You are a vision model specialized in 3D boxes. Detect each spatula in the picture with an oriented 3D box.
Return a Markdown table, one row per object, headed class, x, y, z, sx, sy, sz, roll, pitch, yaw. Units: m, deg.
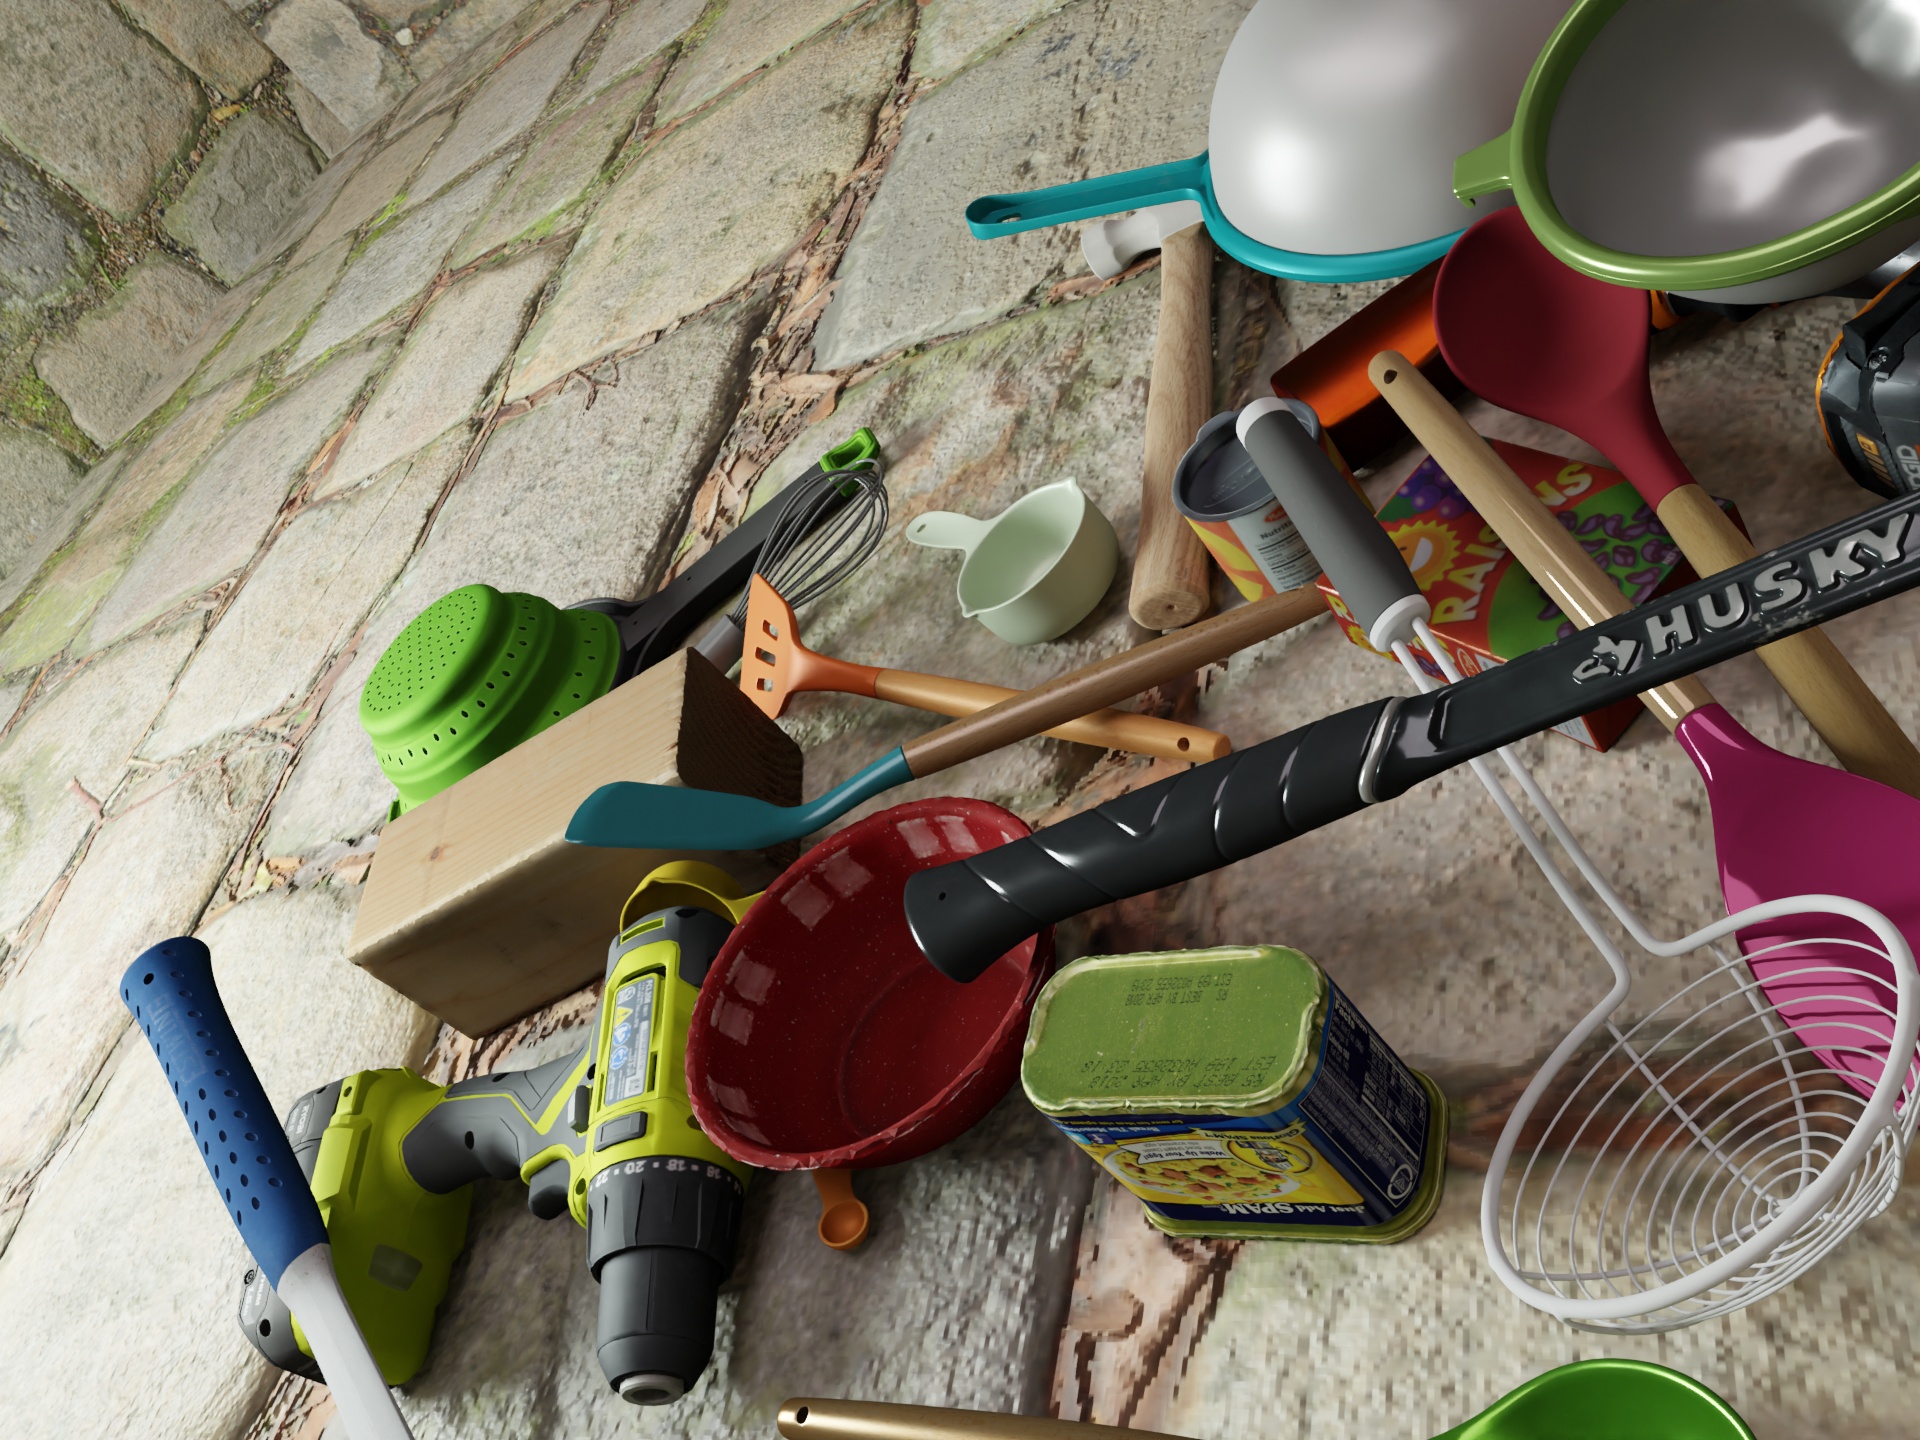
| class | x | y | z | sx | sy | sz | roll | pitch | yaw |
| --- | --- | --- | --- | --- | --- | --- | --- | --- | --- |
| spatula | -0.001 | -0.002 | 0.641 | 0.317 | 0.044 | 0.082 | -22 | 13 | 3 |
| spatula | -0.011 | -0.014 | 0.729 | 0.323 | 0.041 | 0.081 | 12 | 98 | 41 |

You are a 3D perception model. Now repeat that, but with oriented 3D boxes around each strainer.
| class | x | y | z | sx | sy | sz | roll | pitch | yaw |
| --- | --- | --- | --- | --- | --- | --- | --- | --- | --- |
| strainer | 0.270 | -0.147 | 0.439 | 0.151 | 0.069 | 0.257 | -46 | 45 | 14 |
| strainer | 0.146 | -0.305 | 0.773 | 0.340 | 0.095 | 0.211 | -4 | 51 | 25 |

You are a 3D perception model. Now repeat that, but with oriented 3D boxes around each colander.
| class | x | y | z | sx | sy | sz | roll | pitch | yaw |
| --- | --- | --- | --- | --- | --- | --- | --- | --- | --- |
| colander | -0.223 | -0.064 | 0.937 | 0.397 | 0.094 | 0.205 | -38 | 36 | 7 |

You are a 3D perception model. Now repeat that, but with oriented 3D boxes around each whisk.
| class | x | y | z | sx | sy | sz | roll | pitch | yaw |
| --- | --- | --- | --- | --- | --- | --- | --- | --- | --- |
| whisk | -0.123 | -0.051 | 0.873 | 0.239 | 0.055 | 0.055 | -47 | 35 | 2 |

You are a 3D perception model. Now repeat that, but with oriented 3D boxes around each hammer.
| class | x | y | z | sx | sy | sz | roll | pitch | yaw |
| --- | --- | --- | --- | --- | --- | --- | --- | --- | --- |
| hammer | 0.132 | -0.004 | 0.431 | 0.409 | 0.036 | 0.149 | -26 | 49 | 38 |
| hammer | -0.250 | 0.221 | 0.604 | 0.144 | 0.035 | 0.406 | -49 | 51 | -1 |
| hammer | 0.111 | -0.172 | 0.781 | 0.130 | 0.031 | 0.332 | -20 | 42 | 30 |

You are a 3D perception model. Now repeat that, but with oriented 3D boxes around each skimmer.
| class | x | y | z | sx | sy | sz | roll | pitch | yaw |
| --- | --- | --- | --- | --- | --- | --- | --- | --- | --- |
| skimmer | 0.144 | 0.002 | 0.478 | 0.127 | 0.090 | 0.364 | -47 | 43 | 27 |

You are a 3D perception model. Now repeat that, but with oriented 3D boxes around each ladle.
| class | x | y | z | sx | sy | sz | roll | pitch | yaw |
| --- | --- | --- | --- | --- | --- | --- | --- | --- | --- |
| ladle | 0.233 | -0.050 | 0.483 | 0.069 | 0.031 | 0.316 | -34 | 51 | 20 |

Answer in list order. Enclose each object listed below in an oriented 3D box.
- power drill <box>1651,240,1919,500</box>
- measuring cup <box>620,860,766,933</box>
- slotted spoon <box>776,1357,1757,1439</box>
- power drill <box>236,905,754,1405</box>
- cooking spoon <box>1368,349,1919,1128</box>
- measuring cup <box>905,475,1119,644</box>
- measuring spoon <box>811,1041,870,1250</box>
| class | x | y | z | sx | sy | sz | roll | pitch | yaw |
| --- | --- | --- | --- | --- | --- | --- | --- | --- | --- |
| power drill | 0.291 | -0.149 | 0.545 | 0.164 | 0.084 | 0.227 | -39 | 32 | 10 |
| measuring cup | -0.076 | 0.074 | 0.704 | 0.156 | 0.062 | 0.029 | -19 | 20 | 13 |
| slotted spoon | 0.062 | 0.207 | 0.444 | 0.314 | 0.031 | 0.070 | -13 | 45 | 38 |
| power drill | -0.181 | 0.196 | 0.649 | 0.228 | 0.080 | 0.191 | -24 | 44 | 22 |
| cooking spoon | 0.207 | -0.018 | 0.480 | 0.068 | 0.017 | 0.319 | -51 | 45 | 29 |
| measuring cup | 0.019 | -0.078 | 0.774 | 0.083 | 0.038 | 0.168 | -53 | 27 | -7 |
| measuring spoon | -0.052 | 0.160 | 0.618 | 0.021 | 0.011 | 0.117 | -24 | 34 | 0 |
